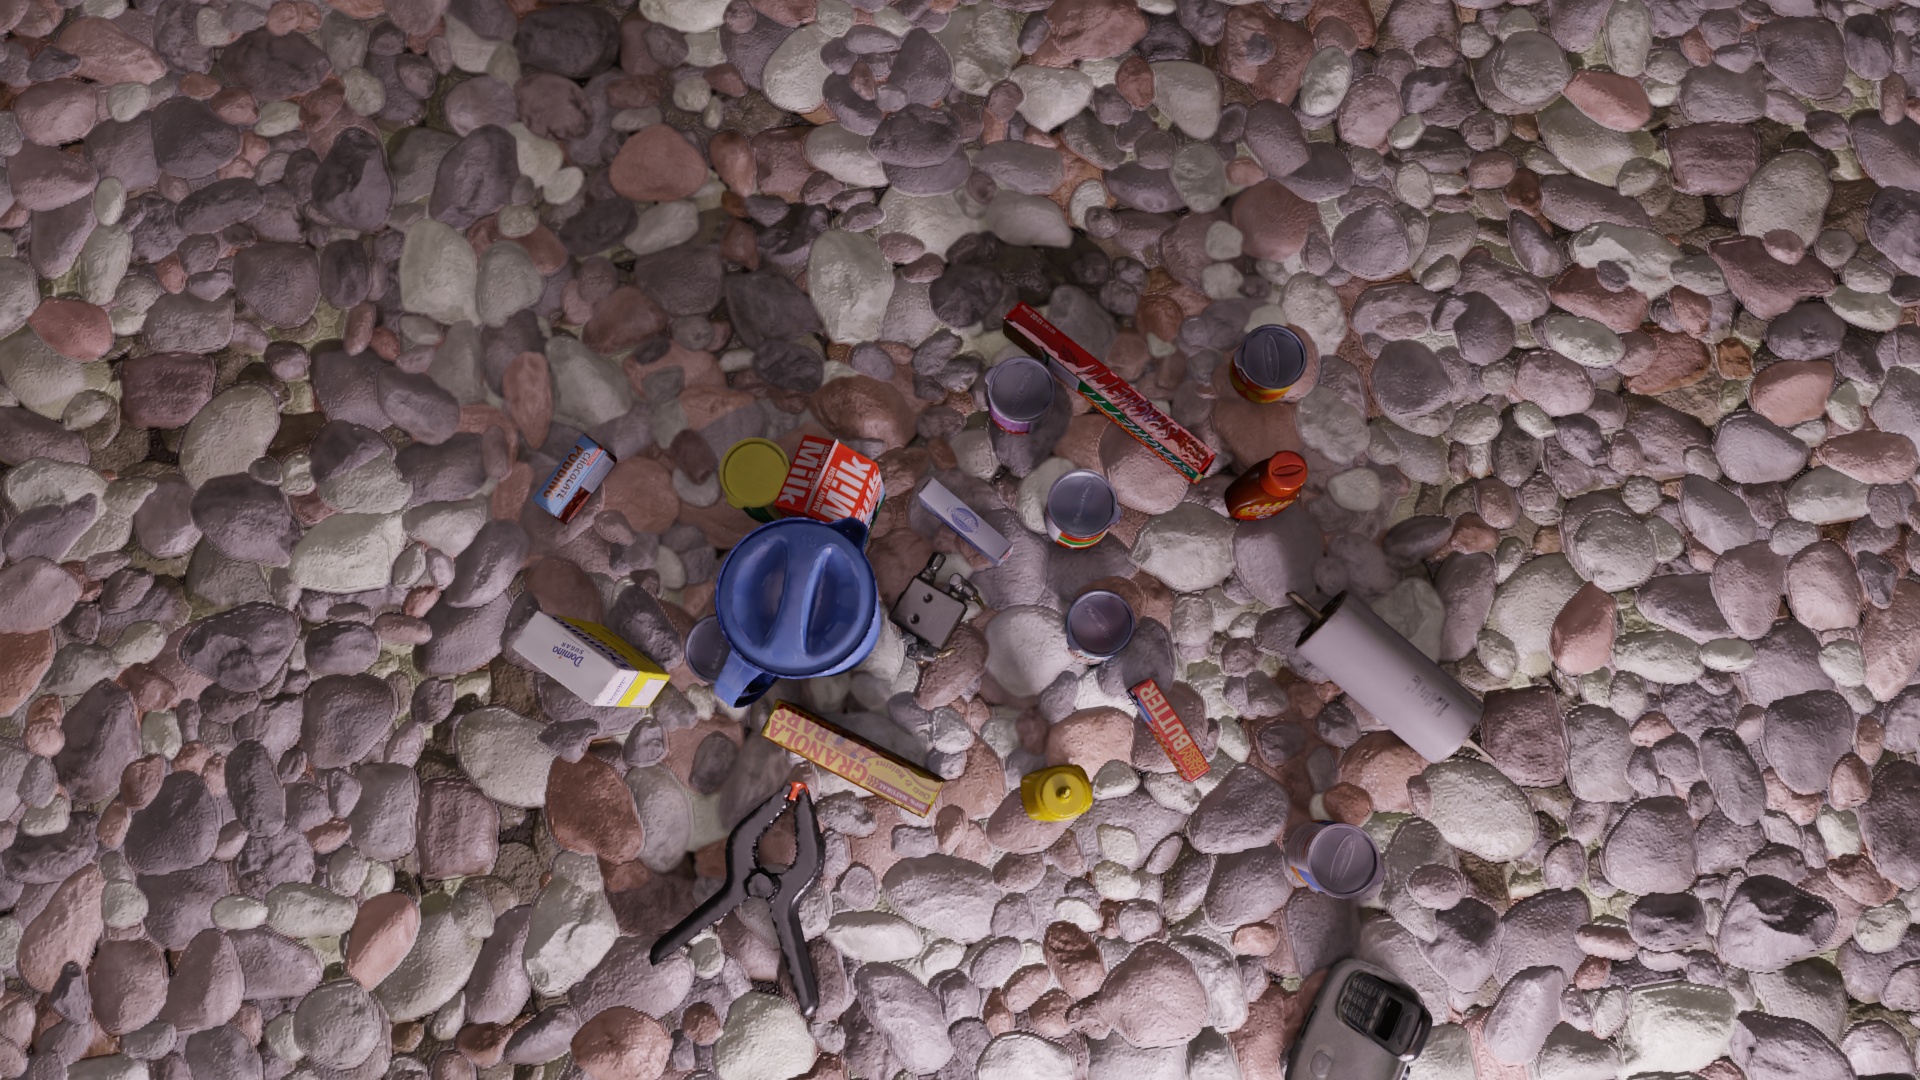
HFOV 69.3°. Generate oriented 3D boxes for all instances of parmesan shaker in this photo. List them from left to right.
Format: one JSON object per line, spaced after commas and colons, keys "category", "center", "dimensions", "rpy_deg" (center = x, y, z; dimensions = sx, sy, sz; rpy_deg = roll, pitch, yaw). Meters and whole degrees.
{"category": "parmesan shaker", "center": [-0.191, -0.053, 1.334], "dimensions": [0.071, 0.103, 0.071], "rpy_deg": [0, 81, 1]}

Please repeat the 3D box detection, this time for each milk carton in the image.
{"category": "milk carton", "center": [-0.120, -0.042, 1.287], "dimensions": [0.073, 0.190, 0.072], "rpy_deg": [21, 82, 4]}

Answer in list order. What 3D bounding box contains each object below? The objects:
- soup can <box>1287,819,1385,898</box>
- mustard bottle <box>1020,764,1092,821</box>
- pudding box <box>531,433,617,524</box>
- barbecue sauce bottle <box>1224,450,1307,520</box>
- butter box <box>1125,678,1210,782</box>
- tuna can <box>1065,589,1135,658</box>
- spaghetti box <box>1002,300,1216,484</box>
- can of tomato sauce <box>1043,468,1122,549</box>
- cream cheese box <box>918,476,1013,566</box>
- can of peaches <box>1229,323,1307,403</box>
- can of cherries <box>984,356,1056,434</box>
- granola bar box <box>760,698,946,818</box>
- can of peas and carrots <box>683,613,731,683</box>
{"category": "soup can", "center": [0.345, 0.294, 1.281], "dimensions": [0.071, 0.083, 0.071], "rpy_deg": [0, 81, 1]}
{"category": "mustard bottle", "center": [0.089, 0.229, 1.255], "dimensions": [0.065, 0.160, 0.049], "rpy_deg": [-13, 81, -1]}
{"category": "pudding box", "center": [-0.378, -0.060, 1.364], "dimensions": [0.030, 0.049, 0.084], "rpy_deg": [35, 83, 6]}
{"category": "barbecue sauce bottle", "center": [0.292, -0.052, 1.307], "dimensions": [0.065, 0.148, 0.044], "rpy_deg": [-9, 81, -1]}
{"category": "butter box", "center": [0.197, 0.179, 1.317], "dimensions": [0.024, 0.053, 0.103], "rpy_deg": [-32, 82, -4]}
{"category": "tuna can", "center": [0.132, 0.083, 1.344], "dimensions": [0.071, 0.033, 0.071], "rpy_deg": [0, 81, 1]}
{"category": "spaghetti box", "center": [0.146, -0.145, 1.373], "dimensions": [0.250, 0.050, 0.029], "rpy_deg": [39, 83, 6]}
{"category": "can of tomato sauce", "center": [0.117, -0.028, 1.337], "dimensions": [0.071, 0.083, 0.071], "rpy_deg": [0, 81, 1]}
{"category": "cream cheese box", "center": [0.005, -0.017, 1.351], "dimensions": [0.104, 0.053, 0.024], "rpy_deg": [40, 84, 6]}
{"category": "can of peaches", "center": [0.301, -0.174, 1.373], "dimensions": [0.071, 0.058, 0.071], "rpy_deg": [0, 81, 1]}
{"category": "can of cherries", "center": [0.058, -0.144, 1.369], "dimensions": [0.071, 0.058, 0.071], "rpy_deg": [0, 81, 1]}
{"category": "granola bar box", "center": [-0.096, 0.201, 1.280], "dimensions": [0.165, 0.124, 0.039], "rpy_deg": [26, 82, 5]}
{"category": "can of peas and carrots", "center": [-0.224, 0.106, 1.330], "dimensions": [0.071, 0.058, 0.071], "rpy_deg": [0, 81, 1]}
